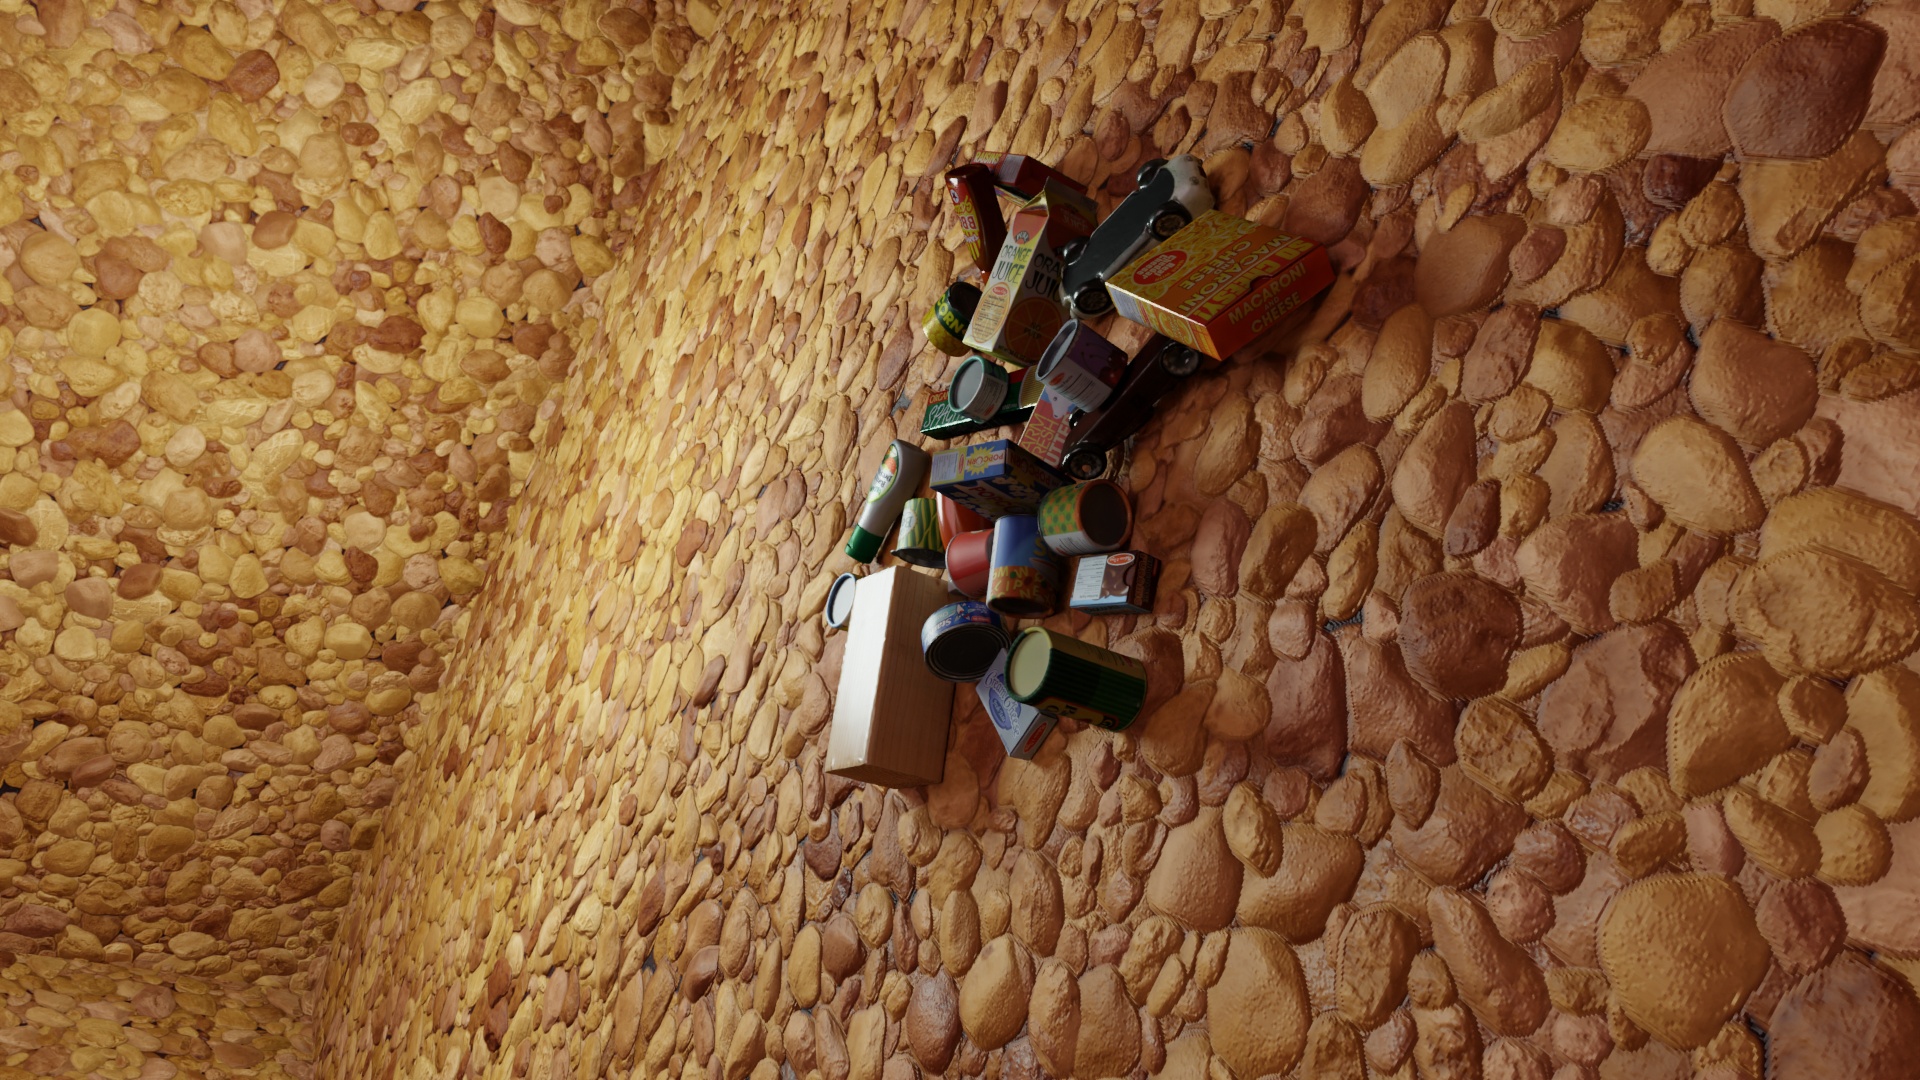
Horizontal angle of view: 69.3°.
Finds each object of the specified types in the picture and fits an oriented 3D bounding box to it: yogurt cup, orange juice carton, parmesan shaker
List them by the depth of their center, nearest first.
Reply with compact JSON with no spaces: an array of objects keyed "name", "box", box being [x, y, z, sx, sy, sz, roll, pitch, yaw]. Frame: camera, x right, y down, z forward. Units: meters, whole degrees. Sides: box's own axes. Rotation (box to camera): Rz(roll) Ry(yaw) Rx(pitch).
[{"name":"parmesan shaker","box":[0.094,0.116,1.165,0.071,0.103,0.071,-36,44,44]},{"name":"yogurt cup","box":[0.027,0.019,1.375,0.054,0.072,0.072,-19,56,44]},{"name":"orange juice carton","box":[0.082,-0.279,1.459,0.073,0.072,0.192,30,99,59]}]

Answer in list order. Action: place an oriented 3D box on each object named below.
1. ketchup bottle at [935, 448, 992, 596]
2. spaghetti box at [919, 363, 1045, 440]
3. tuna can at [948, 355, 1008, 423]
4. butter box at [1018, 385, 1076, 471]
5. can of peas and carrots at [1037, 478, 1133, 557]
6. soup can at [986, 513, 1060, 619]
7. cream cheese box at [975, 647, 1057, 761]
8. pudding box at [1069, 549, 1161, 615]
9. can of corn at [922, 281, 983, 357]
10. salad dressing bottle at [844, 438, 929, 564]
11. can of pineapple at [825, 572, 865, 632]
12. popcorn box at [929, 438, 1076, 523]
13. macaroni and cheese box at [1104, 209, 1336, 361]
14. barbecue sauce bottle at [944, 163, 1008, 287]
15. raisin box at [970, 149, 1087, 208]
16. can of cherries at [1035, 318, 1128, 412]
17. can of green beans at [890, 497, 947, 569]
[{"name":"ketchup bottle","box":[0.005,-0.018,1.437,0.043,0.065,0.149,-20,64,45]},{"name":"spaghetti box","box":[0.035,-0.148,1.497,0.249,0.028,0.050,-6,66,57]},{"name":"tuna can","box":[0.017,-0.161,1.469,0.070,0.033,0.071,-35,44,43]},{"name":"butter box","box":[0.095,-0.113,1.362,0.053,0.024,0.103,28,97,29]},{"name":"can of peas and carrots","box":[0.114,-0.022,1.255,0.058,0.071,0.071,-11,63,55]},{"name":"soup can","box":[0.064,0.025,1.310,0.071,0.071,0.084,-22,55,52]},{"name":"cream cheese box","box":[0.051,0.151,1.292,0.053,0.024,0.104,-57,32,19]},{"name":"pudding box","box":[0.135,0.038,1.220,0.083,0.030,0.050,-9,63,56]},{"name":"can of corn","box":[-0.003,-0.251,1.580,0.058,0.071,0.071,-44,39,38]},{"name":"salad dressing bottle","box":[-0.088,-0.044,1.617,0.147,0.044,0.064,-63,32,11]},{"name":"can of pineapple","box":[-0.112,0.074,1.569,0.070,0.058,0.071,-36,44,44]},{"name":"popcorn box","box":[0.042,-0.052,1.309,0.085,0.126,0.038,-8,68,35]},{"name":"macaroni and cheese box","box":[0.216,-0.221,1.180,0.124,0.040,0.167,-36,31,-8]},{"name":"barbecue sauce bottle","box":[0.028,-0.336,1.524,0.044,0.148,0.065,-27,26,-17]},{"name":"raisin box","box":[0.071,-0.395,1.534,0.123,0.086,0.040,34,103,59]},{"name":"can of cherries","box":[0.111,-0.160,1.260,0.071,0.058,0.072,-53,14,20]},{"name":"can of green beans","box":[-0.032,-0.007,1.481,0.071,0.071,0.058,-17,58,54]}]
